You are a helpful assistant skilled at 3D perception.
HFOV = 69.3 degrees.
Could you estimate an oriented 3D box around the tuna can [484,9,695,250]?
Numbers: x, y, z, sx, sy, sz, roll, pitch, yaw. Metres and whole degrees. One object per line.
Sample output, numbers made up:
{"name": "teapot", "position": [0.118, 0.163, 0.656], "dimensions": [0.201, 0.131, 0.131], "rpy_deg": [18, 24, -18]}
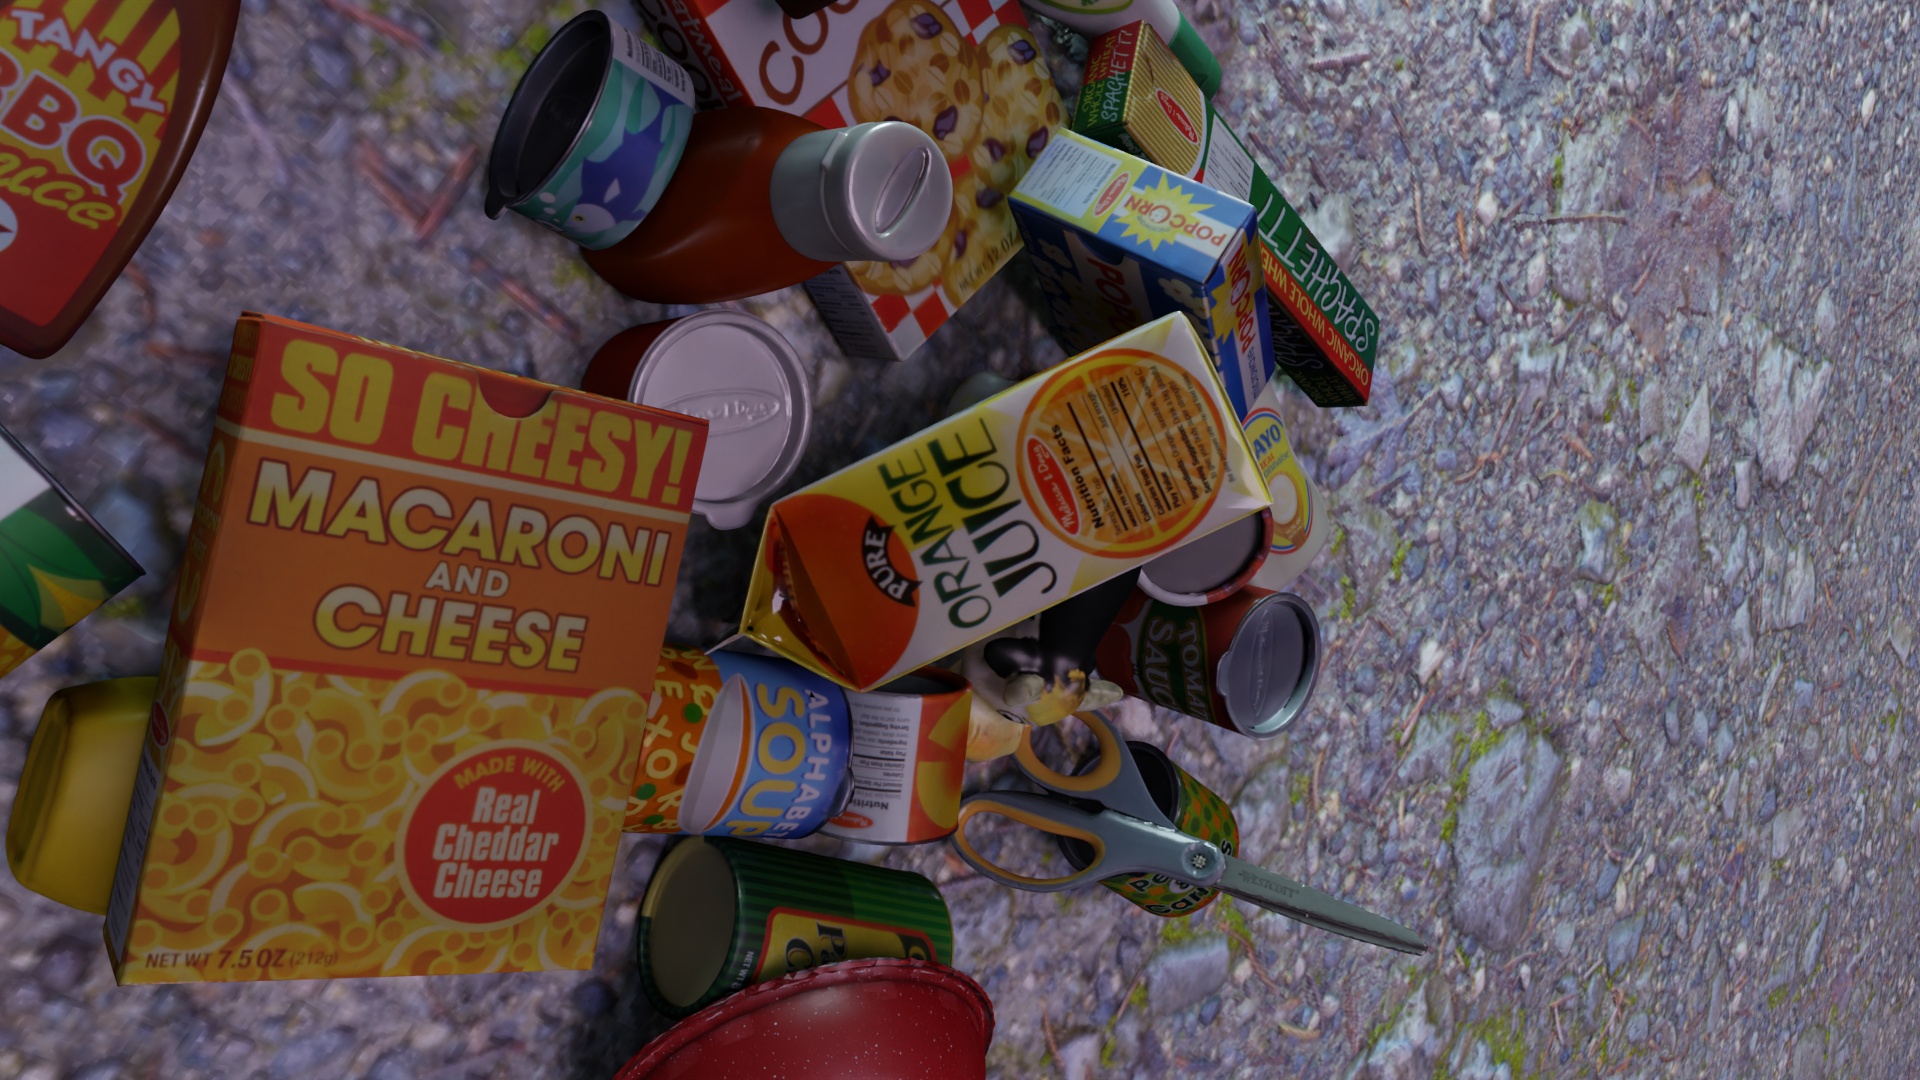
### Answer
{"name": "tuna can", "position": [-0.115, -0.124, 0.429], "dimensions": [0.033, 0.071, 0.071], "rpy_deg": [25, 82, -41]}

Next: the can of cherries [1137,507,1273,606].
{"name": "can of cherries", "position": [0.099, -0.015, 0.610], "dimensions": [0.071, 0.058, 0.071], "rpy_deg": [-3, 118, -6]}

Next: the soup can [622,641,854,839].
{"name": "soup can", "position": [-0.089, 0.071, 0.485], "dimensions": [0.084, 0.071, 0.071], "rpy_deg": [12, 91, -40]}

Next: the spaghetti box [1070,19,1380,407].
{"name": "spaghetti box", "position": [0.130, -0.134, 0.628], "dimensions": [0.249, 0.028, 0.050], "rpy_deg": [32, 64, -46]}

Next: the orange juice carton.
{"name": "orange juice carton", "position": [0.002, -0.006, 0.487], "dimensions": [0.193, 0.072, 0.073], "rpy_deg": [-25, 94, 3]}

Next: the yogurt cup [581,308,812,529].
{"name": "yogurt cup", "position": [-0.092, -0.045, 0.471], "dimensions": [0.072, 0.054, 0.072], "rpy_deg": [-9, 104, -38]}

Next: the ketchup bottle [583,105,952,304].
{"name": "ketchup bottle", "position": [-0.062, -0.103, 0.423], "dimensions": [0.043, 0.149, 0.065], "rpy_deg": [35, 76, -37]}

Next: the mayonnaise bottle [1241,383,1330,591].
{"name": "mayonnaise bottle", "position": [0.130, -0.045, 0.663], "dimensions": [0.065, 0.041, 0.147], "rpy_deg": [-42, 123, -22]}

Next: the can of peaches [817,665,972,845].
{"name": "can of peaches", "position": [-0.030, 0.080, 0.541], "dimensions": [0.071, 0.071, 0.058], "rpy_deg": [1, 98, -40]}

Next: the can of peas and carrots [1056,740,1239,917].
{"name": "can of peas and carrots", "position": [0.089, 0.136, 0.646], "dimensions": [0.058, 0.071, 0.071], "rpy_deg": [39, 74, -38]}

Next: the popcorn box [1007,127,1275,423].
{"name": "popcorn box", "position": [0.075, -0.098, 0.547], "dimensions": [0.038, 0.085, 0.126], "rpy_deg": [-56, 156, -9]}

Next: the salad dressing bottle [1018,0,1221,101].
{"name": "salad dressing bottle", "position": [0.055, -0.227, 0.561], "dimensions": [0.064, 0.044, 0.147], "rpy_deg": [-44, 134, 12]}

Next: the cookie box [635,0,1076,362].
{"name": "cookie box", "position": [-0.031, -0.169, 0.507], "dimensions": [0.123, 0.040, 0.167], "rpy_deg": [-47, 125, -24]}

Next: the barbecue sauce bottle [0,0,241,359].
{"name": "barbecue sauce bottle", "position": [-0.222, -0.123, 0.355], "dimensions": [0.065, 0.043, 0.149], "rpy_deg": [37, 75, -36]}

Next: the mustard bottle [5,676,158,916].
{"name": "mustard bottle", "position": [-0.188, 0.081, 0.420], "dimensions": [0.160, 0.049, 0.065], "rpy_deg": [15, 91, -40]}

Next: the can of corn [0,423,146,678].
{"name": "can of corn", "position": [-0.250, 0.003, 0.344], "dimensions": [0.058, 0.071, 0.071], "rpy_deg": [-44, 123, -23]}

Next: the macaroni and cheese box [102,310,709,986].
{"name": "macaroni and cheese box", "position": [-0.146, 0.033, 0.382], "dimensions": [0.124, 0.040, 0.166], "rpy_deg": [12, 91, -38]}

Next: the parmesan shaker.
{"name": "parmesan shaker", "position": [-0.063, 0.154, 0.528], "dimensions": [0.103, 0.071, 0.071], "rpy_deg": [22, 84, -40]}

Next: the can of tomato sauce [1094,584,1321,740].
{"name": "can of tomato sauce", "position": [0.110, 0.049, 0.638], "dimensions": [0.071, 0.083, 0.071], "rpy_deg": [-9, 105, -38]}
